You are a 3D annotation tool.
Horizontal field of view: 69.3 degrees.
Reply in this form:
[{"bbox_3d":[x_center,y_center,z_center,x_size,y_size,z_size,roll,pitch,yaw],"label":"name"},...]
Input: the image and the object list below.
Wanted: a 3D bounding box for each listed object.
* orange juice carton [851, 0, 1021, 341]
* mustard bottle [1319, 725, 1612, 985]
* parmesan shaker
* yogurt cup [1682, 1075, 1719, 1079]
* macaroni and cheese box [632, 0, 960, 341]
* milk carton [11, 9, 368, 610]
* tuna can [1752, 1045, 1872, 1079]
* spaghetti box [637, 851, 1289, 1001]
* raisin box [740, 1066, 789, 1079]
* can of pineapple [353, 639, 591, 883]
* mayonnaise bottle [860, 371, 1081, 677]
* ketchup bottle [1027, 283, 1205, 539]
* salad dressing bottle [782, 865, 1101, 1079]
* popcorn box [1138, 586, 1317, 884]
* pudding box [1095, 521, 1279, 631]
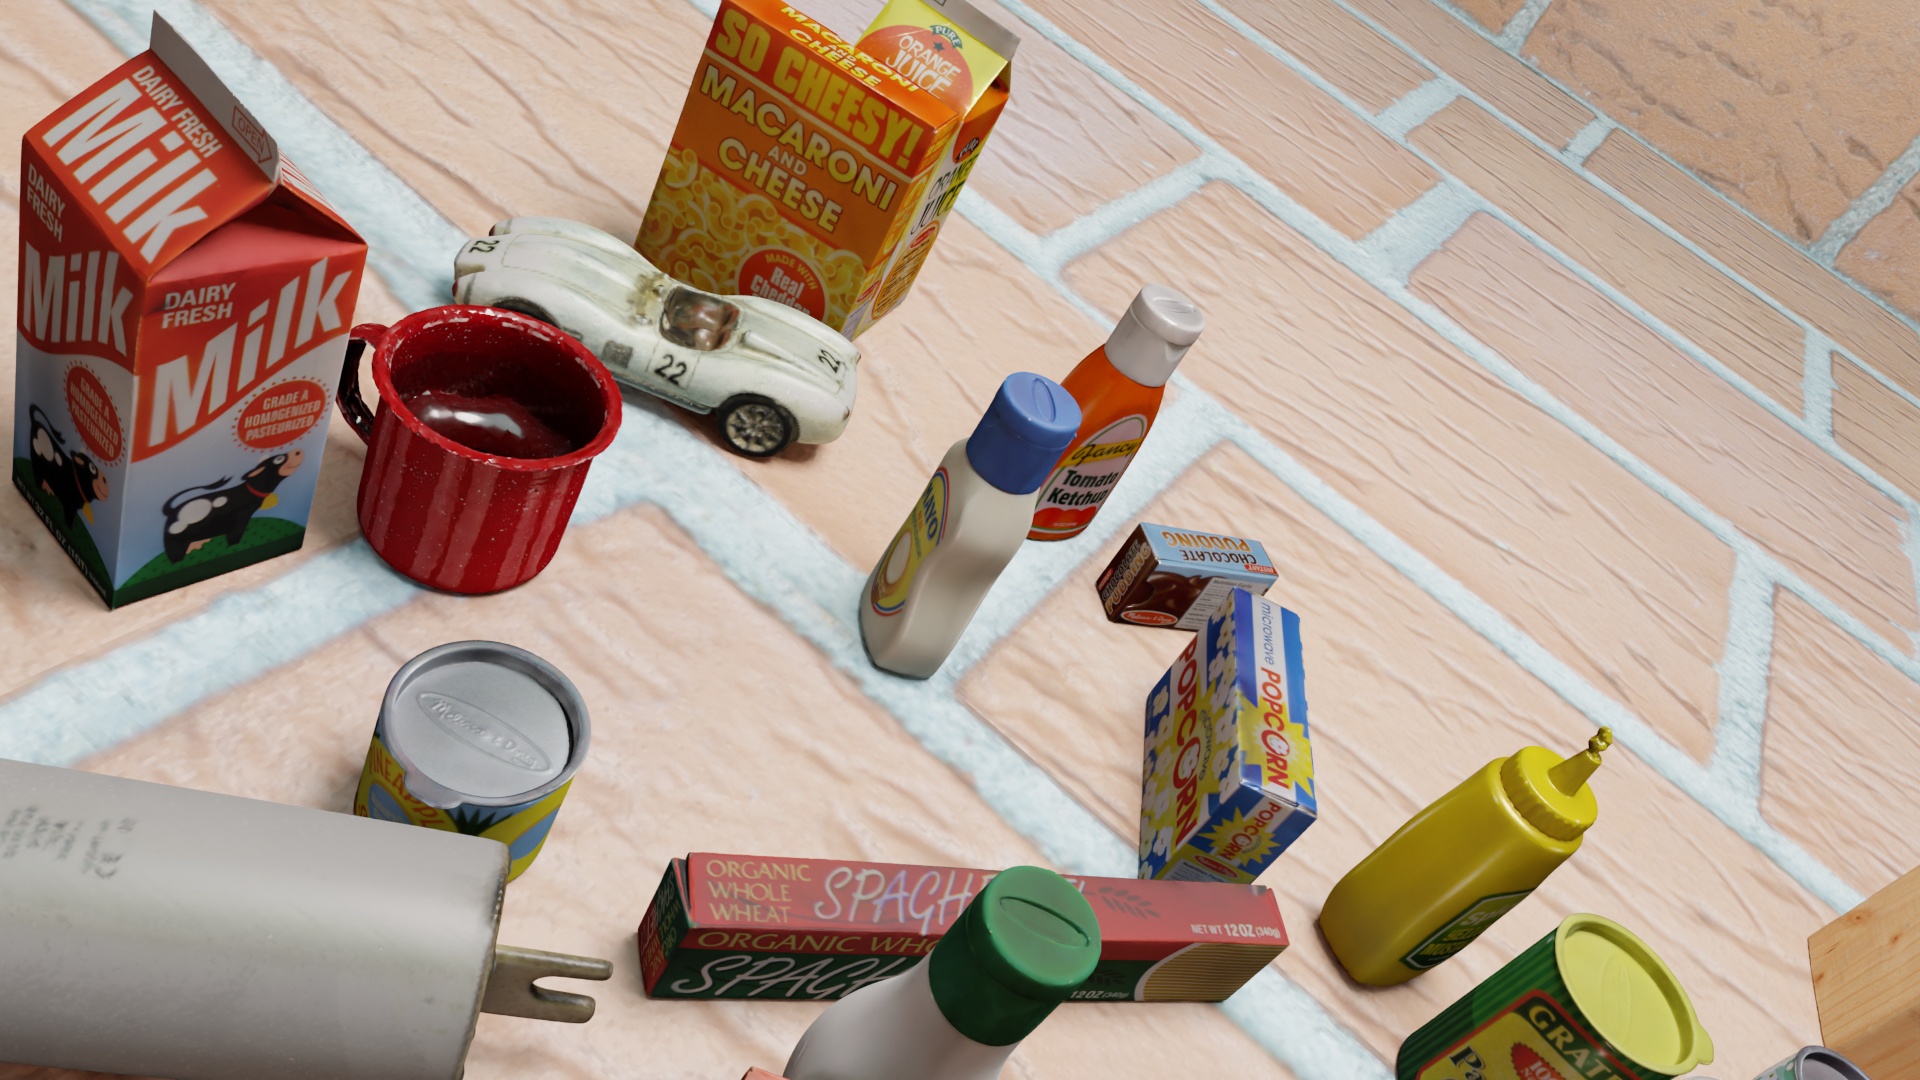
[{"bbox_3d":[-0.037,-0.214,0.773,0.072,0.191,0.073,34,37,3],"label":"orange juice carton"},{"bbox_3d":[0.220,0.132,0.589,0.065,0.159,0.049,1,47,-34],"label":"mustard bottle"},{"bbox_3d":[0.236,0.208,0.561,0.071,0.102,0.072,19,39,-16],"label":"parmesan shaker"},{"bbox_3d":[0.312,0.269,0.585,0.072,0.053,0.073,19,39,-16],"label":"yogurt cup"},{"bbox_3d":[-0.091,-0.179,0.718,0.124,0.165,0.040,33,37,1],"label":"macaroni and cheese box"},{"bbox_3d":[-0.257,-0.072,0.460,0.072,0.189,0.074,44,38,16],"label":"milk carton"},{"bbox_3d":[0.415,0.282,0.662,0.071,0.032,0.071,19,39,-16],"label":"tuna can"},{"bbox_3d":[0.009,0.147,0.515,0.250,0.050,0.029,10,42,-26],"label":"spaghetti box"},{"bbox_3d":[-0.042,0.195,0.364,0.086,0.122,0.040,26,37,-8],"label":"raisin box"},{"bbox_3d":[-0.165,0.077,0.465,0.071,0.057,0.071,19,39,-16],"label":"can of pineapple"},{"bbox_3d":[0.002,-0.008,0.604,0.041,0.147,0.065,15,40,-22],"label":"mayonnaise bottle"},{"bbox_3d":[0.072,-0.064,0.716,0.065,0.148,0.044,-2,48,-36],"label":"ketchup bottle"},{"bbox_3d":[-0.009,0.151,0.417,0.064,0.147,0.044,27,37,-7],"label":"salad dressing bottle"},{"bbox_3d":[0.118,0.093,0.623,0.038,0.084,0.127,25,37,-10],"label":"popcorn box"},{"bbox_3d":[0.120,0.021,0.736,0.084,0.049,0.030,8,43,-29],"label":"pudding box"}]
